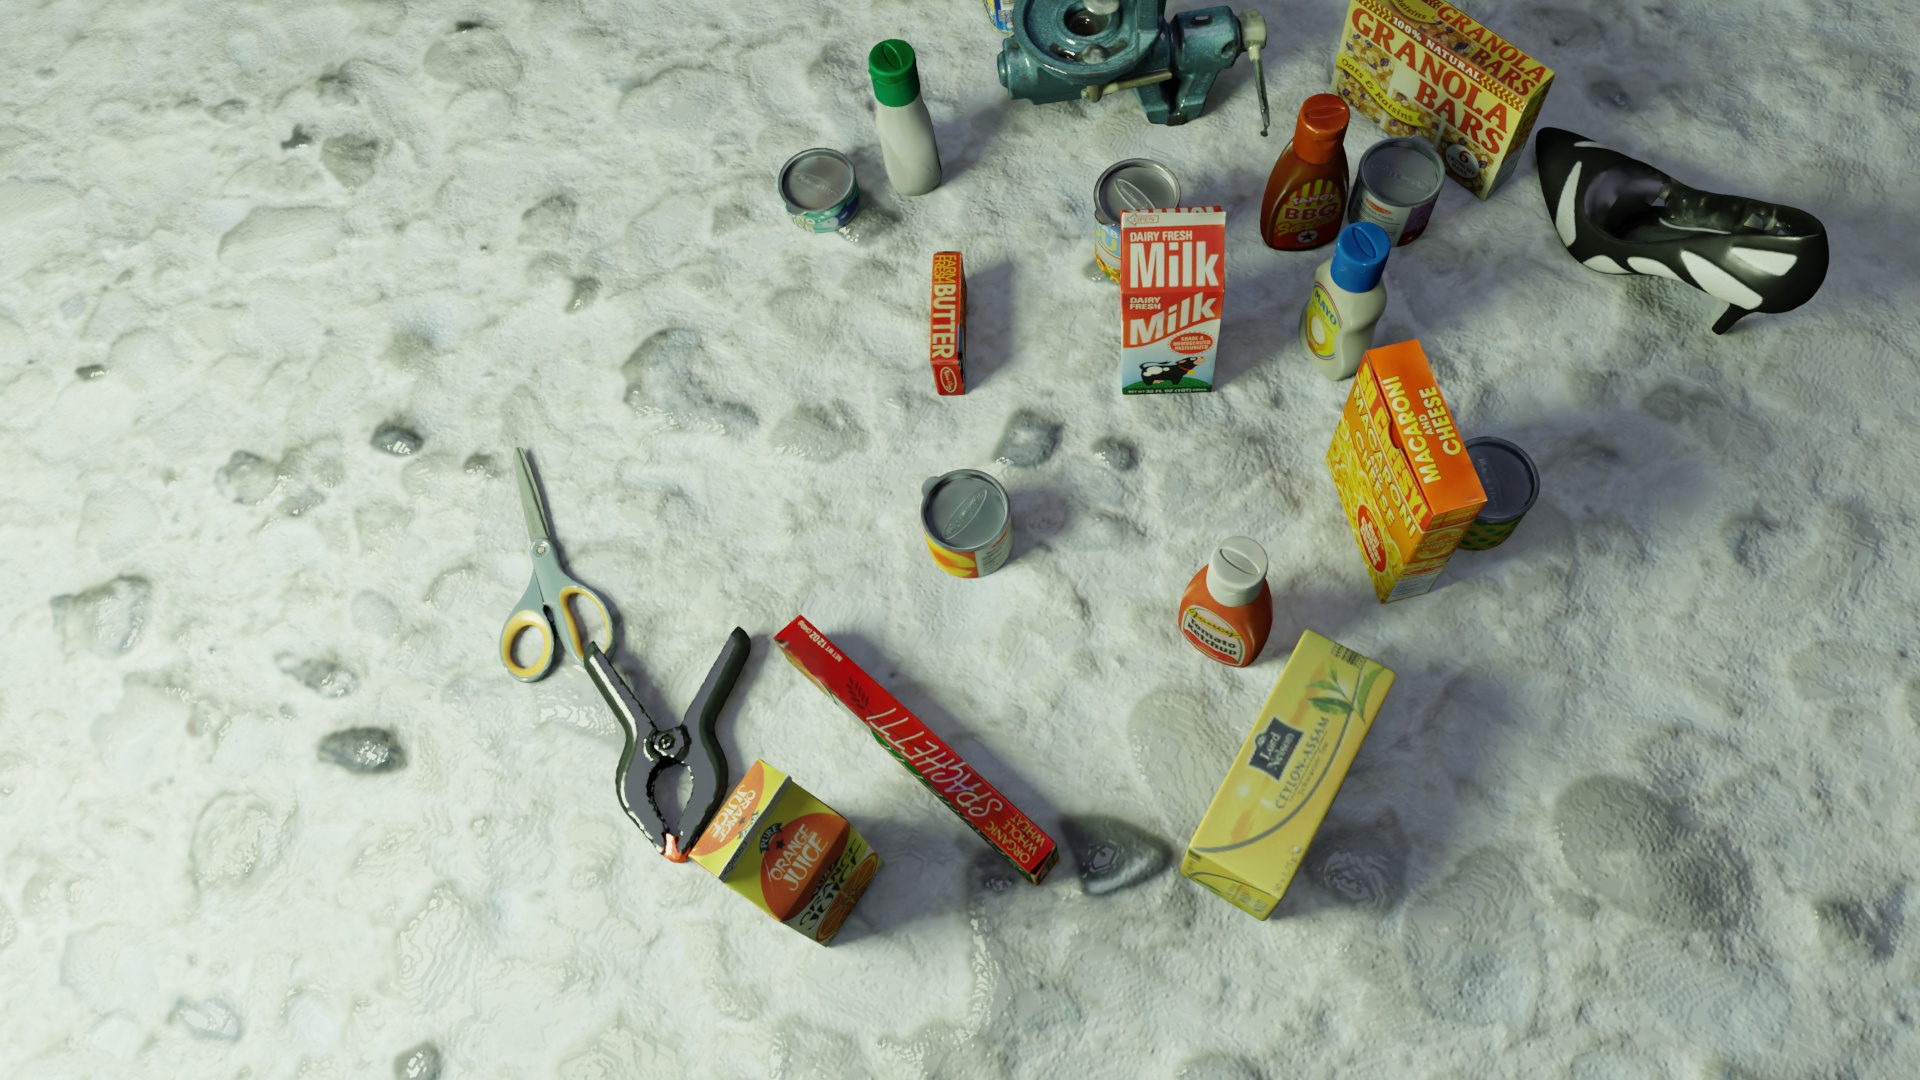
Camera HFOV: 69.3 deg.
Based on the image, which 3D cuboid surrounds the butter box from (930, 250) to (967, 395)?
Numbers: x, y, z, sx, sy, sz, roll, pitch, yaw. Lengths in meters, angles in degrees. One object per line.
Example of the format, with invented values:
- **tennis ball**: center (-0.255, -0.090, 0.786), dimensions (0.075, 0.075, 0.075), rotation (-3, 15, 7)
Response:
- **butter box**: center (-0.009, -0.172, 1.098), dimensions (0.024, 0.053, 0.104), rotation (-1, 67, 5)

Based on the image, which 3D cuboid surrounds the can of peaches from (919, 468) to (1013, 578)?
- **can of peaches**: center (0.004, -0.013, 1.027), dimensions (0.071, 0.058, 0.071), rotation (-2, 67, 5)

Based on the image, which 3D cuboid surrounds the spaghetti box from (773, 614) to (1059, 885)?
- **spaghetti box**: center (-0.032, 0.145, 0.969), dimensions (0.250, 0.050, 0.029), rotation (39, 77, 19)

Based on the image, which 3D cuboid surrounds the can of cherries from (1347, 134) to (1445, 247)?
- **can of cherries**: center (0.347, -0.278, 1.105), dimensions (0.071, 0.058, 0.072), rotation (-2, 67, 5)

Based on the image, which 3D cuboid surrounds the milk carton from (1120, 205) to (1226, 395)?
- **milk carton**: center (0.152, -0.182, 1.012), dimensions (0.072, 0.190, 0.074), rotation (0, 68, 6)

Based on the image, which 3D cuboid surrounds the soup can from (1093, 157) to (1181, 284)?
- **soup can**: center (0.136, -0.249, 1.099), dimensions (0.071, 0.083, 0.071), rotation (-2, 67, 5)

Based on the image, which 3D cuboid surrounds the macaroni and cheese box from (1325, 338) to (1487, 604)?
- **macaroni and cheese box**: center (0.300, -0.042, 0.952), dimensions (0.040, 0.166, 0.124), rotation (-15, 67, 0)

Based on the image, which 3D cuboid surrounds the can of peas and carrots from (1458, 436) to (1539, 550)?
- **can of peas and carrots**: center (0.372, -0.032, 0.999), dimensions (0.071, 0.058, 0.071), rotation (-2, 67, 5)

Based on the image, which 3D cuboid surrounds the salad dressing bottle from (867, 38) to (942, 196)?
- **salad dressing bottle**: center (-0.046, -0.339, 1.120), dimensions (0.044, 0.147, 0.064), rotation (-26, 68, -5)

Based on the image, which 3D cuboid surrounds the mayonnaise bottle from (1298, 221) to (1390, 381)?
- **mayonnaise bottle**: center (0.283, -0.177, 1.020), dimensions (0.041, 0.147, 0.065), rotation (-23, 67, -4)

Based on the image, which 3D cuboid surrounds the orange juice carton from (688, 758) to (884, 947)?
- **orange juice carton**: center (-0.109, 0.197, 0.877), dimensions (0.073, 0.192, 0.072), rotation (31, 74, 16)

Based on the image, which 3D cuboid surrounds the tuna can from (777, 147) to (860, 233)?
- **tuna can**: center (-0.120, -0.293, 1.170), dimensions (0.071, 0.032, 0.071), rotation (-2, 67, 5)

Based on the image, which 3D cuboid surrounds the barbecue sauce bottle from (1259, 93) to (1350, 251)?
- **barbecue sauce bottle**: center (0.268, -0.280, 1.065), dimensions (0.065, 0.148, 0.044), rotation (-7, 67, 3)

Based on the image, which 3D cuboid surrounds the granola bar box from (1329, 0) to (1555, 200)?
- **granola bar box**: center (0.378, -0.363, 1.102), dimensions (0.039, 0.123, 0.166), rotation (-42, 70, -11)

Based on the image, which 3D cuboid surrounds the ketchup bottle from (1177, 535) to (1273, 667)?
- **ketchup bottle**: center (0.182, 0.040, 0.939), dimensions (0.065, 0.148, 0.043), rotation (32, 74, 17)
